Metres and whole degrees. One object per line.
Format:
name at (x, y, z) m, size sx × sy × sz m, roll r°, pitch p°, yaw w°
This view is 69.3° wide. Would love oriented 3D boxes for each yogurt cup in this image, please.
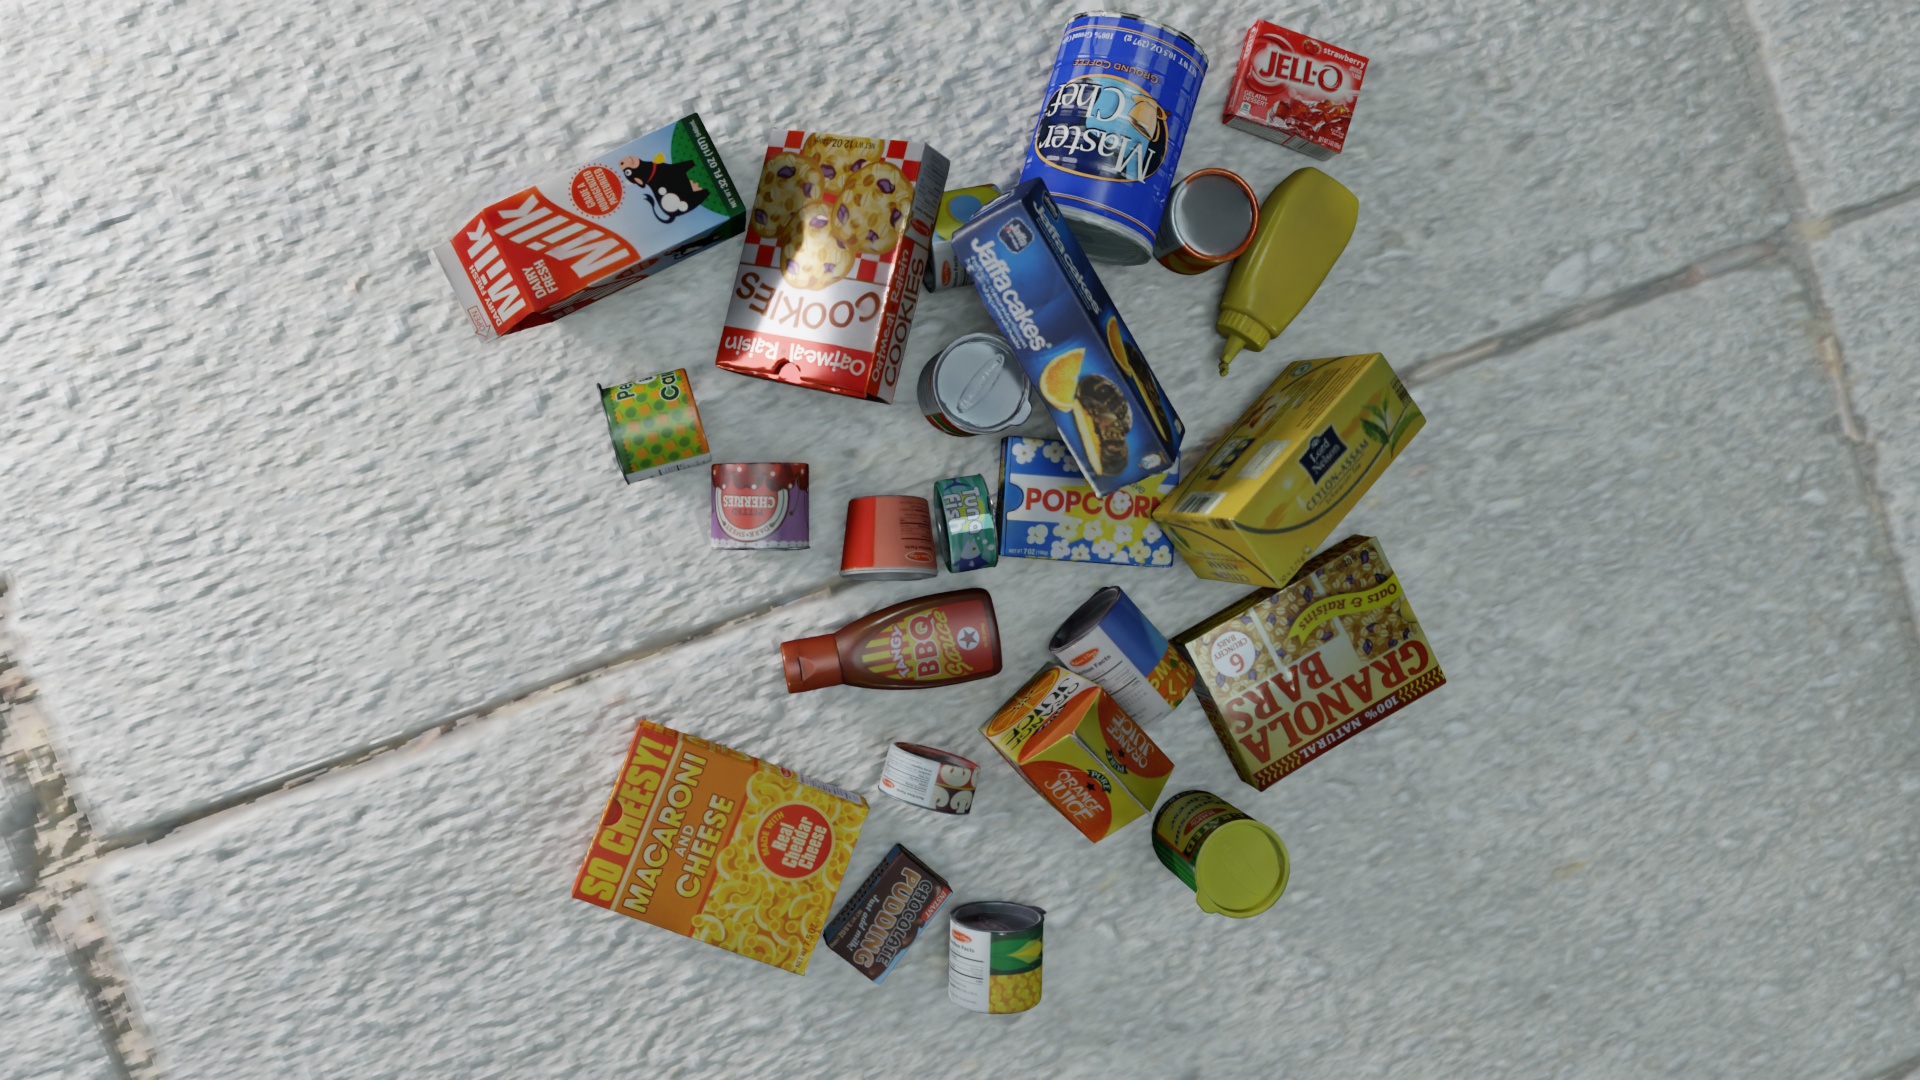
yogurt cup at (-0.049, -0.001, 0.950) m, size 0.072 × 0.072 × 0.054 m, roll 0°, pitch 84°, yaw -9°

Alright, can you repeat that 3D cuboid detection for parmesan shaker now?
parmesan shaker at (0.177, 0.218, 0.972) m, size 0.071 × 0.103 × 0.071 m, roll 0°, pitch 92°, yaw -10°

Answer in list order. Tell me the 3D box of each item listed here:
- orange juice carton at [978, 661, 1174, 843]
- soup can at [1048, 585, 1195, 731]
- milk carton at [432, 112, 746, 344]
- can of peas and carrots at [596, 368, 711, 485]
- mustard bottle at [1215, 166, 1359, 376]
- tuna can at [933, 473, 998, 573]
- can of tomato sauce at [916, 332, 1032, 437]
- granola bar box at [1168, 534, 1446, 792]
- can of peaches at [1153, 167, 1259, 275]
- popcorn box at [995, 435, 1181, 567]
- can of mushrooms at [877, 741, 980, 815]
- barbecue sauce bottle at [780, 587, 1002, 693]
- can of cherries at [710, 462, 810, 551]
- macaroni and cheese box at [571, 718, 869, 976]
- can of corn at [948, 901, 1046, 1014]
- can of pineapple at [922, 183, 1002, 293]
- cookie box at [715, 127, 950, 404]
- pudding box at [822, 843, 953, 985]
orange juice carton at (0.076, 0.138, 0.908) m, size 0.073 × 0.192 × 0.072 m, roll -43°, pitch 97°, yaw -6°
soup can at (0.115, 0.082, 0.978) m, size 0.071 × 0.071 × 0.083 m, roll -44°, pitch 99°, yaw -5°
milk carton at (-0.241, -0.200, 0.907) m, size 0.191 × 0.073 × 0.072 m, roll -27°, pitch 96°, yaw -7°
can of peas and carrots at (-0.202, -0.078, 0.919) m, size 0.059 × 0.071 × 0.071 m, roll -16°, pitch 94°, yaw -9°
mustard bottle at (0.223, -0.187, 0.996) m, size 0.065 × 0.049 × 0.160 m, roll 32°, pitch 87°, yaw -12°
tuna can at (0.003, -0.012, 0.953) m, size 0.033 × 0.071 × 0.071 m, roll -9°, pitch 93°, yaw -8°
can of tomato sauce at (0.010, -0.103, 0.946) m, size 0.071 × 0.083 × 0.071 m, roll 0°, pitch 92°, yaw -9°
granola bar box at (0.254, 0.088, 1.013) m, size 0.166 × 0.039 × 0.124 m, roll -29°, pitch 96°, yaw -7°
can of peaches at (0.173, -0.225, 0.982) m, size 0.071 × 0.058 × 0.071 m, roll 0°, pitch 92°, yaw -9°
popcorn box at (0.089, -0.027, 0.984) m, size 0.127 × 0.038 × 0.085 m, roll 4°, pitch 92°, yaw -10°
can of mushrooms at (-0.020, 0.164, 0.958) m, size 0.071 × 0.071 × 0.033 m, roll 15°, pitch 89°, yaw -9°
barbecue sauce bottle at (-0.048, 0.075, 0.961) m, size 0.149 × 0.043 × 0.065 m, roll -10°, pitch 94°, yaw -9°
can of cherries at (-0.134, -0.023, 0.930) m, size 0.071 × 0.071 × 0.058 m, roll 0°, pitch 92°, yaw -9°
macaroni and cheese box at (-0.162, 0.208, 0.947) m, size 0.166 × 0.040 × 0.123 m, roll 22°, pitch 87°, yaw -9°
can of corn at (0.027, 0.290, 0.968) m, size 0.071 × 0.071 × 0.058 m, roll 1°, pitch 92°, yaw -9°
can of pineapple at (0.000, -0.209, 0.951) m, size 0.058 × 0.071 × 0.071 m, roll -12°, pitch 94°, yaw -9°
cookie box at (-0.086, -0.182, 0.918) m, size 0.123 × 0.040 × 0.167 m, roll 14°, pitch 89°, yaw 27°
pudding box at (-0.051, 0.261, 0.972) m, size 0.049 × 0.030 × 0.084 m, roll 41°, pitch 85°, yaw -9°
